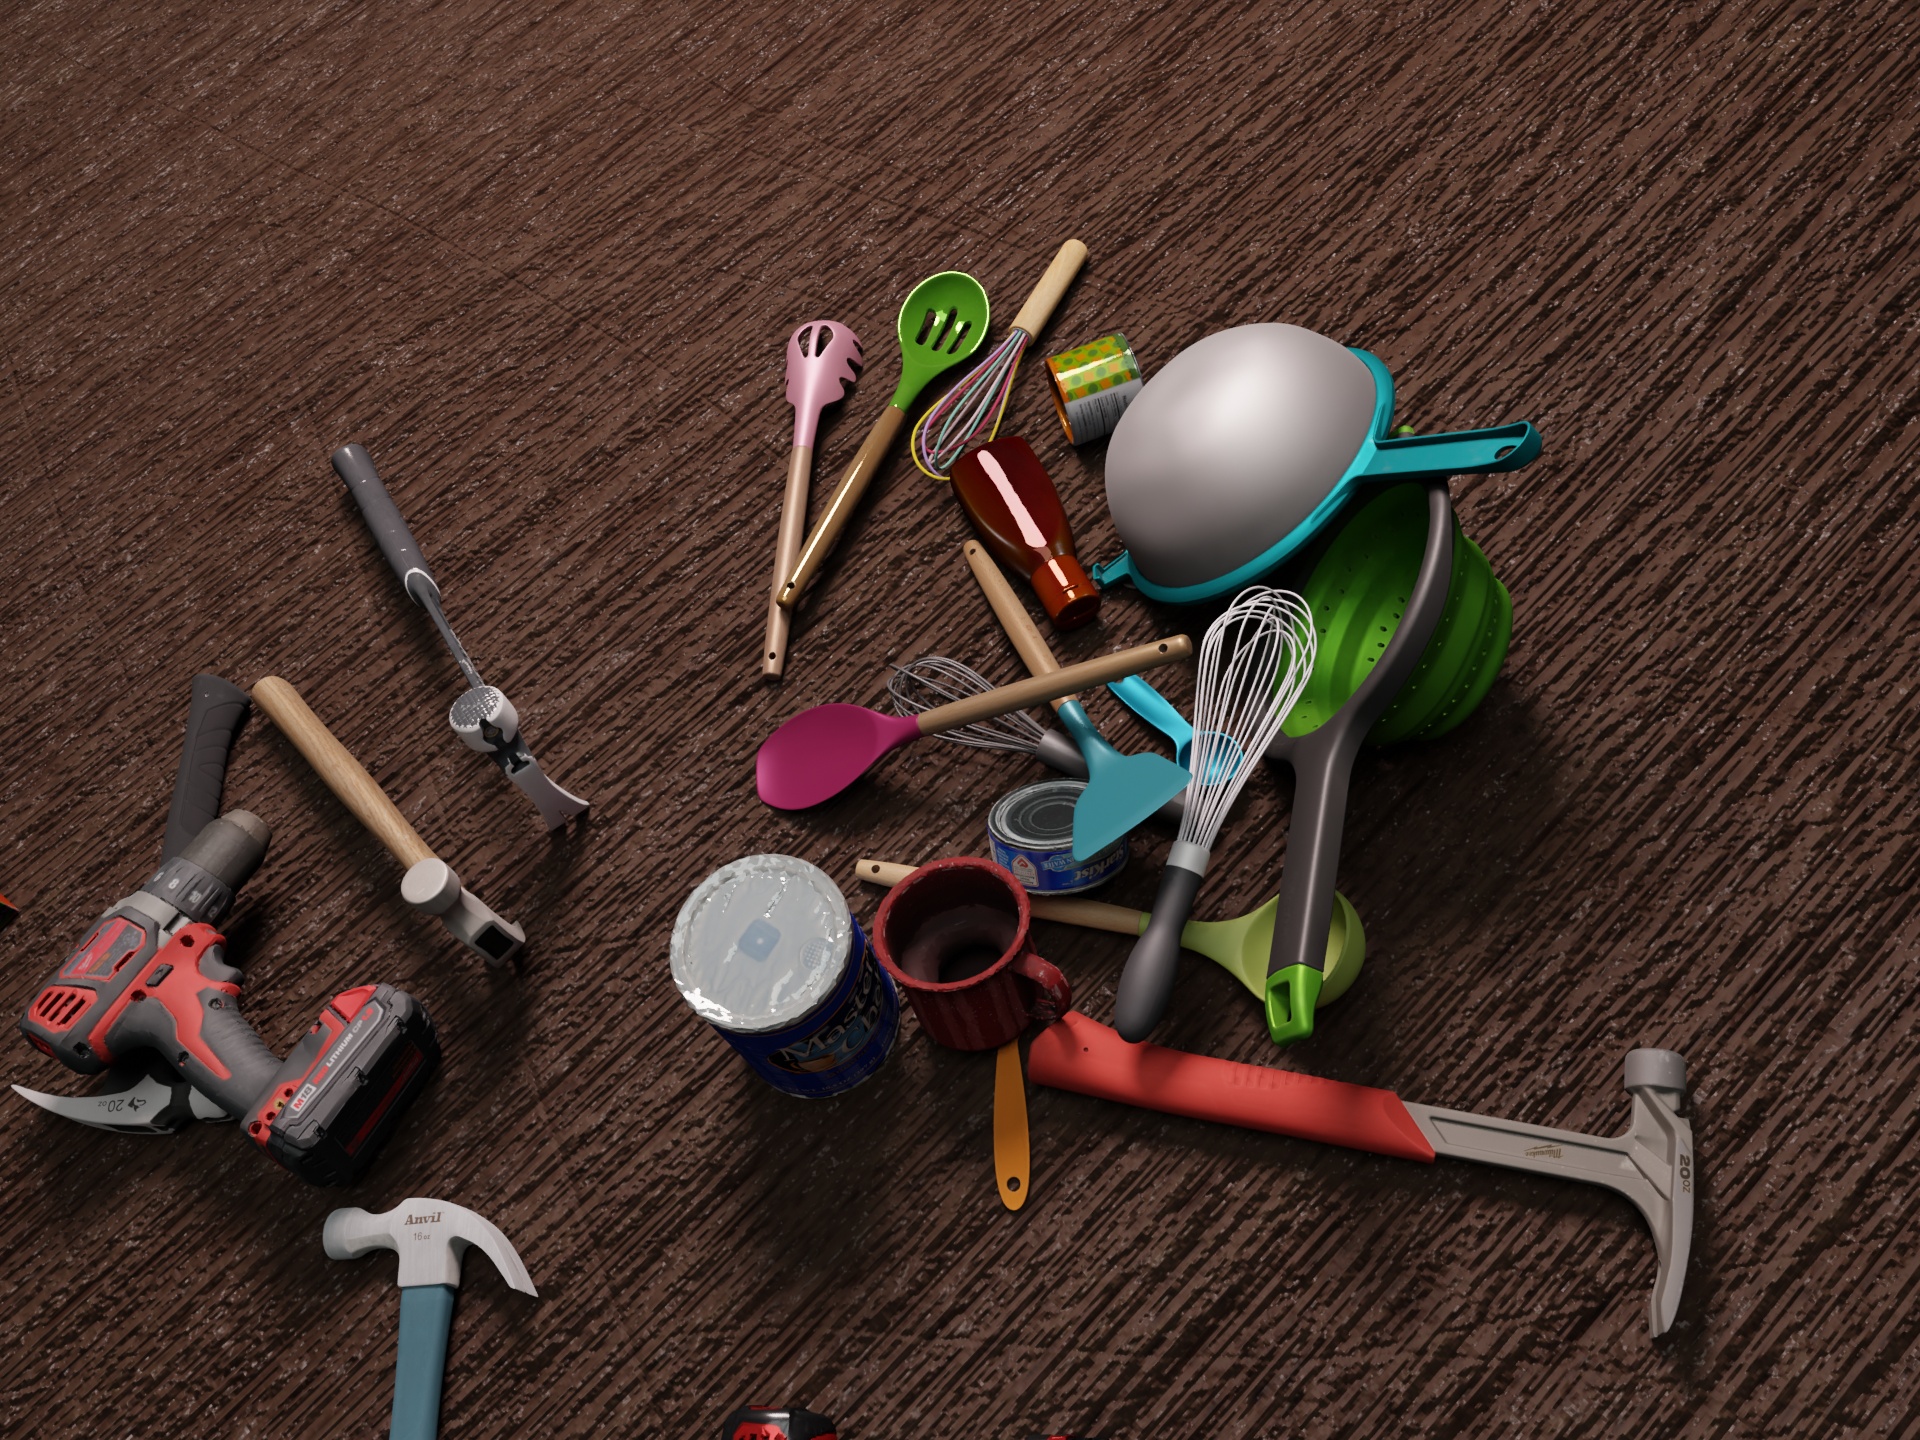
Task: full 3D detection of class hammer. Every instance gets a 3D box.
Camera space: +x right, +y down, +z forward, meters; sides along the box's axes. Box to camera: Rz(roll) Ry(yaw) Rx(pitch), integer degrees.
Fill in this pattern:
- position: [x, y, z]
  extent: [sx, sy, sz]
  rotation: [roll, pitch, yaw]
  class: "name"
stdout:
- position: [-0.391, 0.059, 1.062]
  extent: [0.031, 0.129, 0.332]
  rotation: [-44, 52, -13]
  class: "hammer"
- position: [0.213, 0.229, 0.886]
  extent: [0.359, 0.036, 0.149]
  rotation: [8, 64, 14]
  class: "hammer"
- position: [-0.307, 0.433, 0.876]
  extent: [0.128, 0.033, 0.331]
  rotation: [-8, 61, 8]
  class: "hammer"
- position: [-0.542, 0.116, 1.092]
  extent: [0.146, 0.035, 0.335]
  rotation: [-7, 61, 6]
  class: "hammer"
- position: [-0.372, -0.079, 1.130]
  extent: [0.036, 0.149, 0.409]
  rotation: [-34, 52, -9]
  class: "hammer"

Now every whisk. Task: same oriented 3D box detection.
- position: [0.142, 0.051, 0.925]
  extent: [0.070, 0.070, 0.285]
  rotation: [16, 76, 19]
  class: "whisk"
- position: [0.033, -0.275, 1.190]
  extent: [0.047, 0.051, 0.245]
  rotation: [18, 64, 25]
  class: "whisk"
- position: [0.055, 0.015, 1.027]
  extent: [0.239, 0.055, 0.055]
  rotation: [24, 69, 18]
  class: "whisk"

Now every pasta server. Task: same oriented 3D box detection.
- position: [-0.118, -0.171, 1.173]
  extent: [0.060, 0.040, 0.316]
  rotation: [0, 66, 11]
  class: "pasta server"

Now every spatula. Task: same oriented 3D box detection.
- position: [0.056, -0.030, 1.011]
  extent: [0.082, 0.044, 0.318]
  rotation: [-37, 44, 9]
  class: "spatula"

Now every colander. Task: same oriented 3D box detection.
- position: [0.247, 0.015, 0.928]
  extent: [0.094, 0.204, 0.397]
  rotation: [23, 59, -13]
  class: "colander"

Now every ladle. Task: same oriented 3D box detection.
- position: [0.082, 0.114, 0.963]
  extent: [0.320, 0.062, 0.078]
  rotation: [9, 64, 18]
  class: "ladle"

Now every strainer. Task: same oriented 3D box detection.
- position: [0.195, -0.178, 0.966]
  extent: [0.211, 0.095, 0.340]
  rotation: [-57, 26, -12]
  class: "strainer"

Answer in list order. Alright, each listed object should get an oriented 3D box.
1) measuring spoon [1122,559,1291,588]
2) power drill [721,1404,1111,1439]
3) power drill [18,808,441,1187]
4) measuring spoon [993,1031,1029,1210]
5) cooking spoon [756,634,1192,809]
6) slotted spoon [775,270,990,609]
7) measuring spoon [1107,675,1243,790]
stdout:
- position: [0.172, -0.106, 1.090]
  extent: [0.124, 0.018, 0.034]
  rotation: [-12, 62, 12]
  class: "measuring spoon"
- position: [-0.023, 0.428, 0.803]
  extent: [0.219, 0.078, 0.143]
  rotation: [-3, 61, 13]
  class: "power drill"
- position: [-0.440, 0.167, 0.997]
  extent: [0.227, 0.080, 0.188]
  rotation: [24, 59, 12]
  class: "power drill"
- position: [0.030, 0.229, 0.937]
  extent: [0.021, 0.011, 0.117]
  rotation: [-7, 64, 11]
  class: "measuring spoon"
- position: [-0.002, -0.003, 1.003]
  extent: [0.319, 0.017, 0.069]
  rotation: [-17, 64, 28]
  class: "cooking spoon"
- position: [-0.060, -0.208, 1.171]
  extent: [0.070, 0.031, 0.314]
  rotation: [22, 66, 11]
  class: "slotted spoon"
- position: [0.135, 0.005, 1.037]
  extent: [0.042, 0.021, 0.129]
  rotation: [-34, 52, -14]
  class: "measuring spoon"
